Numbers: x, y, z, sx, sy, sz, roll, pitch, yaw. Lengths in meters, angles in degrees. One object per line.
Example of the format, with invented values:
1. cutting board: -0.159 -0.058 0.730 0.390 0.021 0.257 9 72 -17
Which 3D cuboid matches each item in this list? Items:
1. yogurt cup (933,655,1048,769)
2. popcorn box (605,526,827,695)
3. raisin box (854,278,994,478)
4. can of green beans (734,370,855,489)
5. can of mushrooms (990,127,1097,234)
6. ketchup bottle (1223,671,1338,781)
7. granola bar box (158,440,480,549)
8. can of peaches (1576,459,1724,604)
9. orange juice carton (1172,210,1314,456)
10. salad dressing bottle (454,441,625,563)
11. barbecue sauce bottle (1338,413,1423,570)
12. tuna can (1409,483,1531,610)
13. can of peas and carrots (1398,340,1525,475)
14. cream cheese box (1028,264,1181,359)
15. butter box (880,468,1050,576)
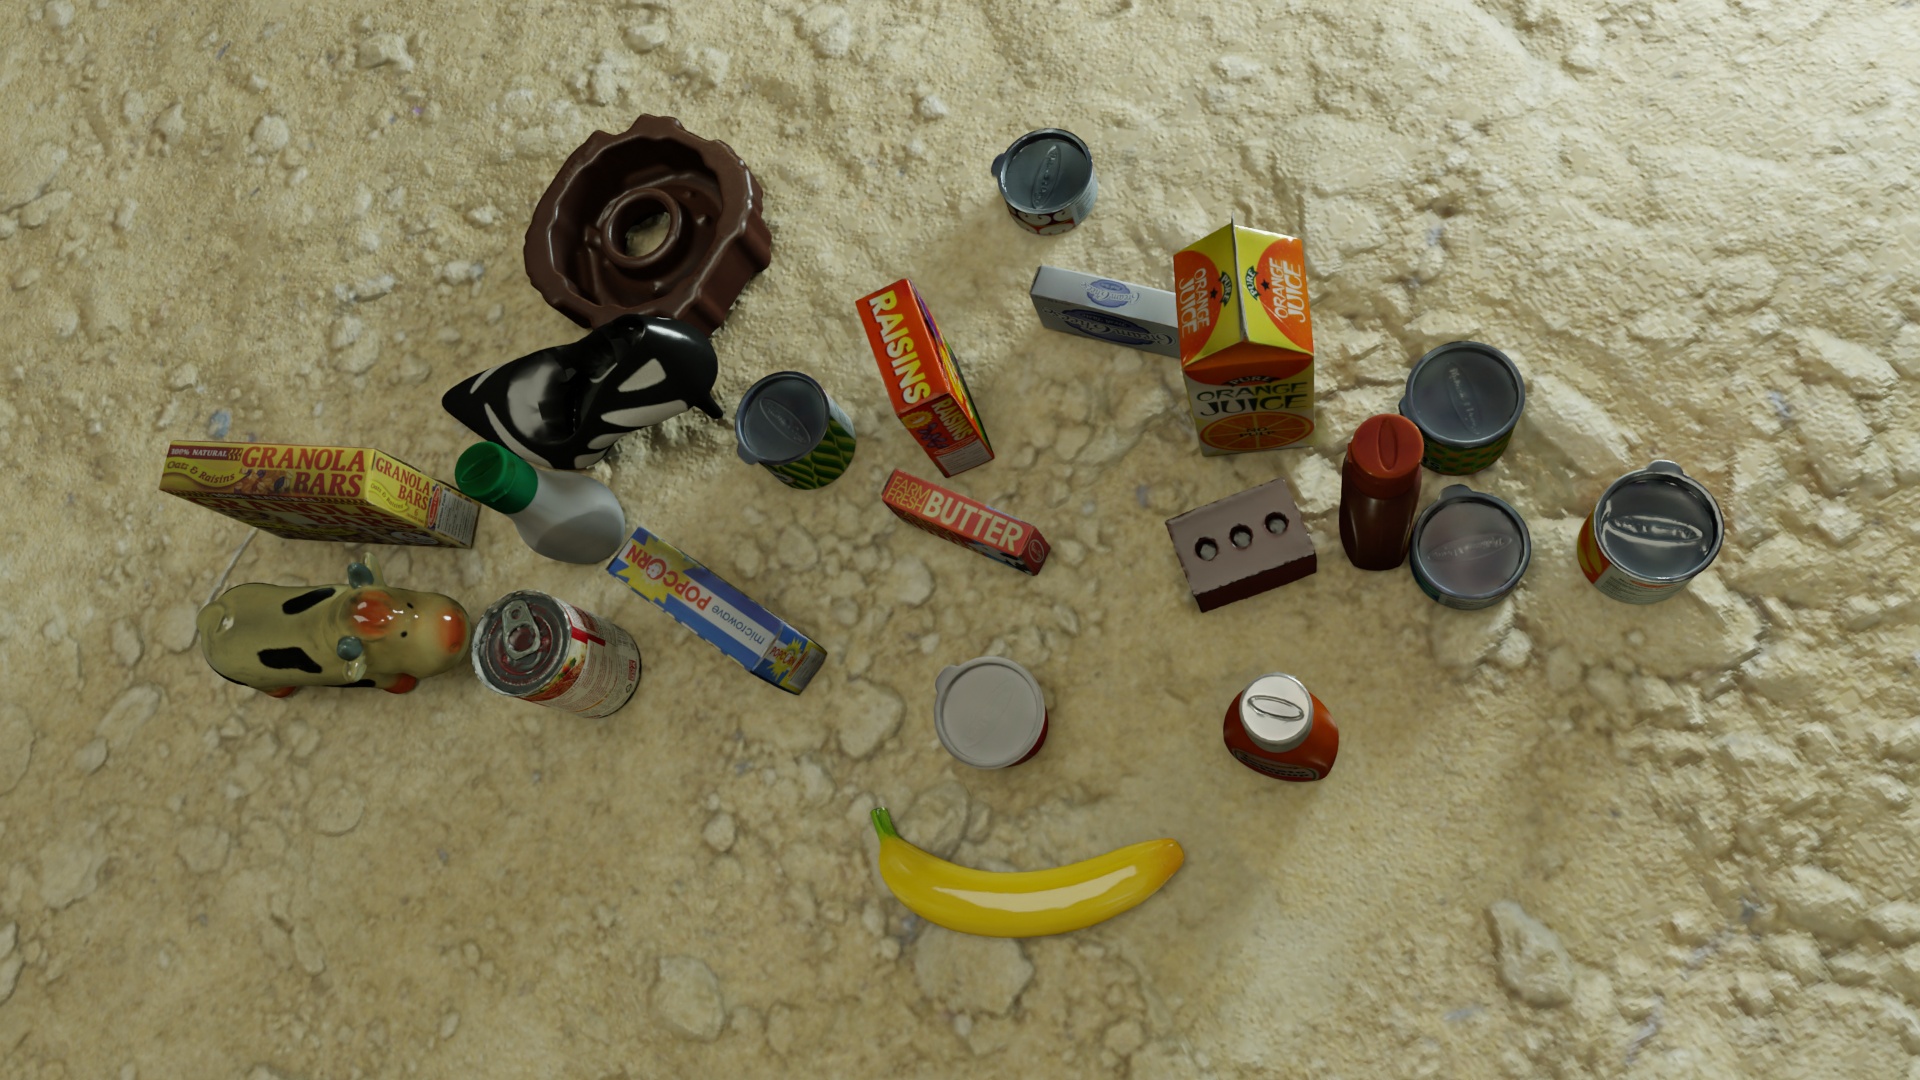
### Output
1. yogurt cup: 0.022 0.108 0.850 0.072 0.054 0.072 -4 73 13
2. popcorn box: -0.155 0.046 0.896 0.127 0.085 0.038 32 84 20
3. raisin box: -0.021 -0.100 0.886 0.040 0.123 0.086 -22 70 7
4. can of green beans: -0.110 -0.073 0.935 0.071 0.057 0.071 -4 73 13
5. can of mushrooms: 0.058 -0.247 0.957 0.071 0.033 0.071 -4 73 13
6. ketchup bottle: 0.175 0.102 0.762 0.065 0.148 0.043 13 78 17
7. granola bar box: -0.444 -0.032 0.972 0.165 0.124 0.039 3 75 15
8. can of peaches: 0.390 -0.003 0.788 0.071 0.058 0.071 -4 73 13
9. orange juice carton: 0.166 -0.115 0.805 0.073 0.192 0.072 -5 73 13
10. salad dressing bottle: -0.275 -0.025 0.914 0.064 0.147 0.044 -32 69 4
11. barbecue sauce bottle: 0.237 -0.030 0.786 0.043 0.148 0.065 -1 74 14
12. tuna can: 0.299 0.004 0.822 0.071 0.032 0.071 -4 73 13
13. can of peas and carrots: 0.297 -0.077 0.833 0.071 0.058 0.071 -4 73 13
14. cream cheese box: 0.100 -0.149 0.907 0.104 0.053 0.024 16 79 18
15. butter box: 0.003 -0.011 0.891 0.103 0.053 0.024 23 81 19
